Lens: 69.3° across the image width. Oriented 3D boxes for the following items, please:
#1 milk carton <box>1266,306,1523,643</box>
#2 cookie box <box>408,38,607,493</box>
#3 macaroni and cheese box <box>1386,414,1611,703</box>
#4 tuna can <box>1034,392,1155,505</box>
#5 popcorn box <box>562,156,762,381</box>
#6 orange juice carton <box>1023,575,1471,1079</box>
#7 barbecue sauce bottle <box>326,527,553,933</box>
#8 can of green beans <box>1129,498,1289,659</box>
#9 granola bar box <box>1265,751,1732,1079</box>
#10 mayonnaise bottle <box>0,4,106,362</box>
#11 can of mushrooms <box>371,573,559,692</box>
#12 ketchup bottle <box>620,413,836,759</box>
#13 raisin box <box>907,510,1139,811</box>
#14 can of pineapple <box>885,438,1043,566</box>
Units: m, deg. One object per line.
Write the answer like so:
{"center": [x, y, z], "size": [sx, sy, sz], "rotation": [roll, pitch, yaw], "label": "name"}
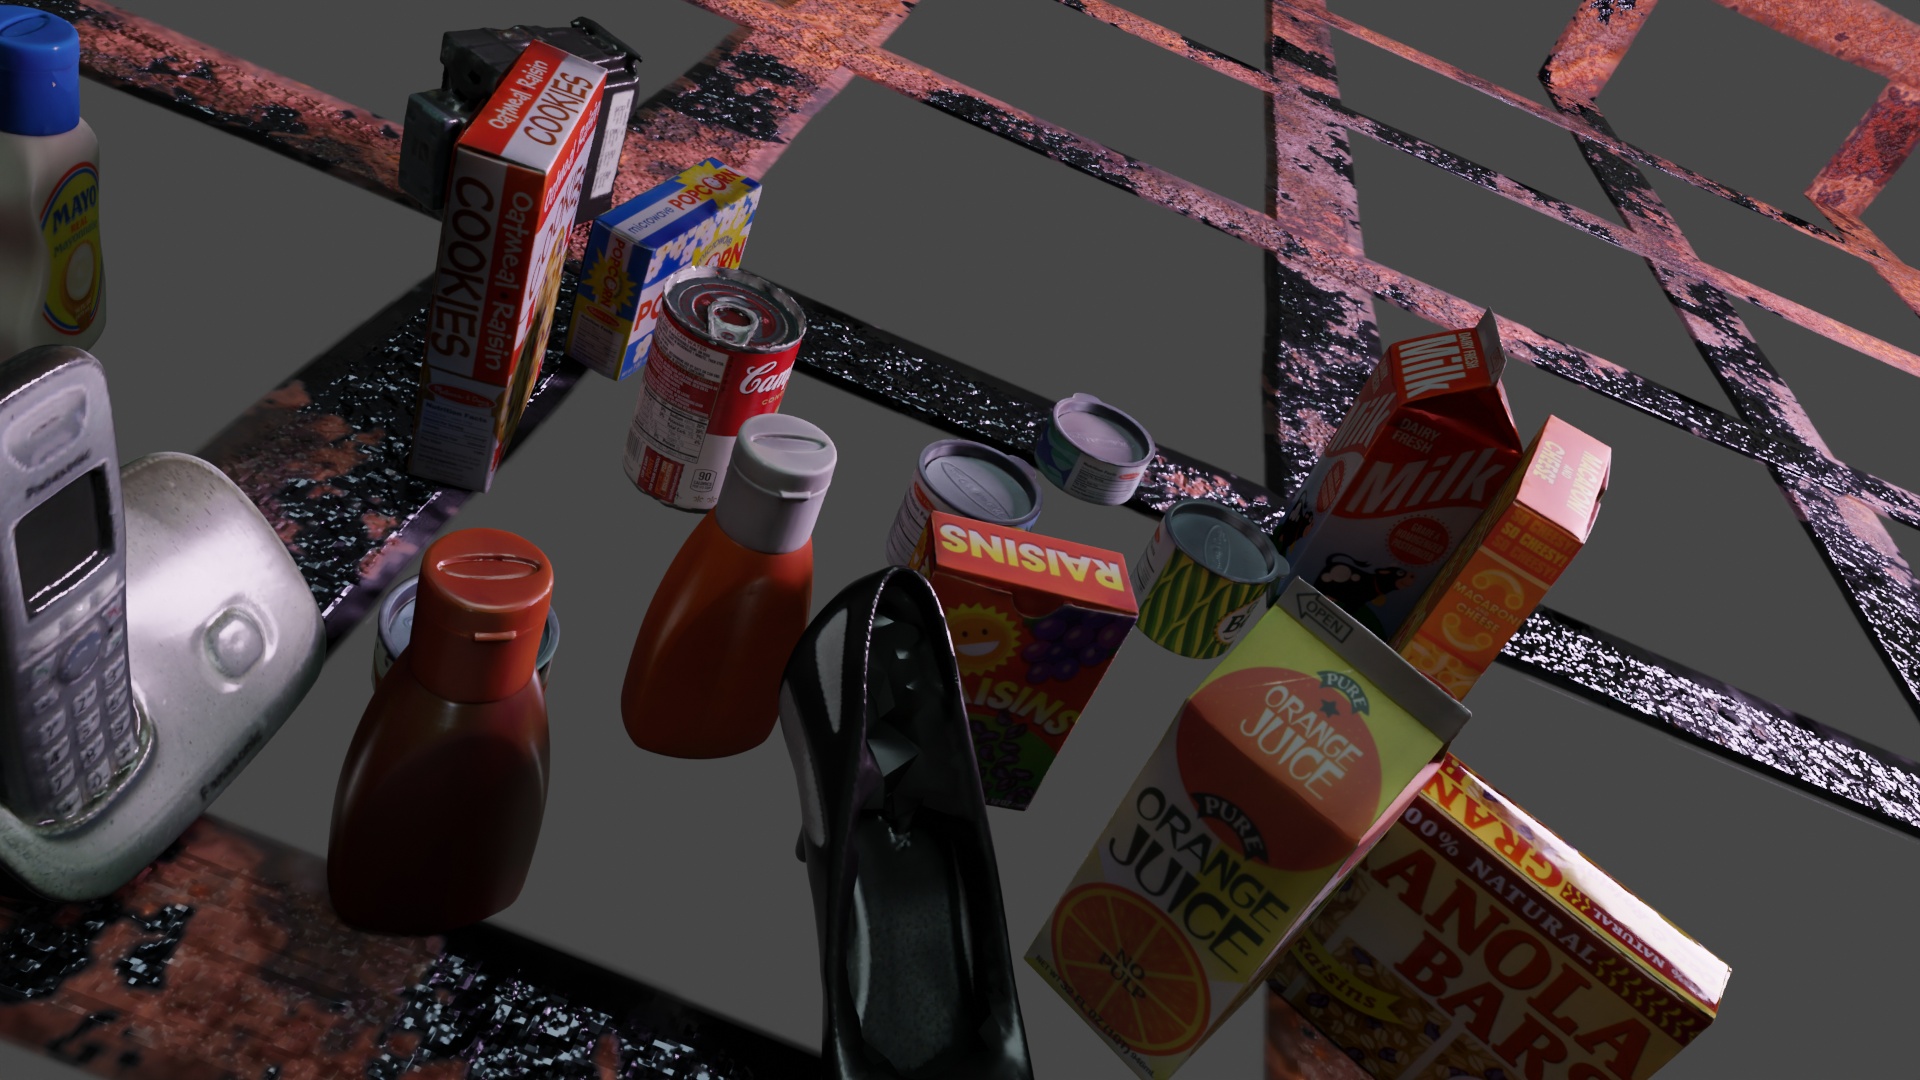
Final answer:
{"center": [0.244, -0.036, 0.766], "size": [0.073, 0.189, 0.073], "rotation": [22, 35, -3], "label": "milk carton"}
{"center": [-0.208, -0.125, 0.635], "size": [0.040, 0.166, 0.123], "rotation": [16, 36, -13], "label": "cookie box"}
{"center": [0.265, 0.029, 0.714], "size": [0.040, 0.165, 0.124], "rotation": [34, 36, 13], "label": "macaroni and cheese box"}
{"center": [0.079, -0.055, 0.829], "size": [0.071, 0.032, 0.071], "rotation": [16, 36, -12], "label": "tuna can"}
{"center": [-0.163, -0.152, 0.767], "size": [0.038, 0.084, 0.127], "rotation": [28, 35, 5], "label": "popcorn box"}
{"center": [0.103, 0.104, 0.498], "size": [0.072, 0.191, 0.073], "rotation": [41, 38, 23], "label": "orange juice carton"}
{"center": [-0.158, 0.063, 0.435], "size": [0.065, 0.147, 0.044], "rotation": [1, 41, -30], "label": "barbecue sauce bottle"}
{"center": [0.127, 0.021, 0.738], "size": [0.071, 0.057, 0.071], "rotation": [16, 36, -12], "label": "can of green beans"}
{"center": [0.183, 0.153, 0.540], "size": [0.166, 0.123, 0.039], "rotation": [39, 37, 20], "label": "granola bar box"}
{"center": [-0.381, -0.141, 0.569], "size": [0.041, 0.147, 0.065], "rotation": [19, 35, -9], "label": "mayonnaise bottle"}
{"center": [-0.192, 0.045, 0.537], "size": [0.071, 0.033, 0.071], "rotation": [16, 36, -12], "label": "can of mushrooms"}
{"center": [-0.085, 0.021, 0.533], "size": [0.065, 0.148, 0.044], "rotation": [2, 40, -29], "label": "ketchup bottle"}
{"center": [0.008, 0.053, 0.568], "size": [0.086, 0.122, 0.040], "rotation": [14, 36, -15], "label": "raisin box"}
{"center": [0.003, -0.009, 0.702], "size": [0.071, 0.057, 0.071], "rotation": [16, 36, -12], "label": "can of pineapple"}
